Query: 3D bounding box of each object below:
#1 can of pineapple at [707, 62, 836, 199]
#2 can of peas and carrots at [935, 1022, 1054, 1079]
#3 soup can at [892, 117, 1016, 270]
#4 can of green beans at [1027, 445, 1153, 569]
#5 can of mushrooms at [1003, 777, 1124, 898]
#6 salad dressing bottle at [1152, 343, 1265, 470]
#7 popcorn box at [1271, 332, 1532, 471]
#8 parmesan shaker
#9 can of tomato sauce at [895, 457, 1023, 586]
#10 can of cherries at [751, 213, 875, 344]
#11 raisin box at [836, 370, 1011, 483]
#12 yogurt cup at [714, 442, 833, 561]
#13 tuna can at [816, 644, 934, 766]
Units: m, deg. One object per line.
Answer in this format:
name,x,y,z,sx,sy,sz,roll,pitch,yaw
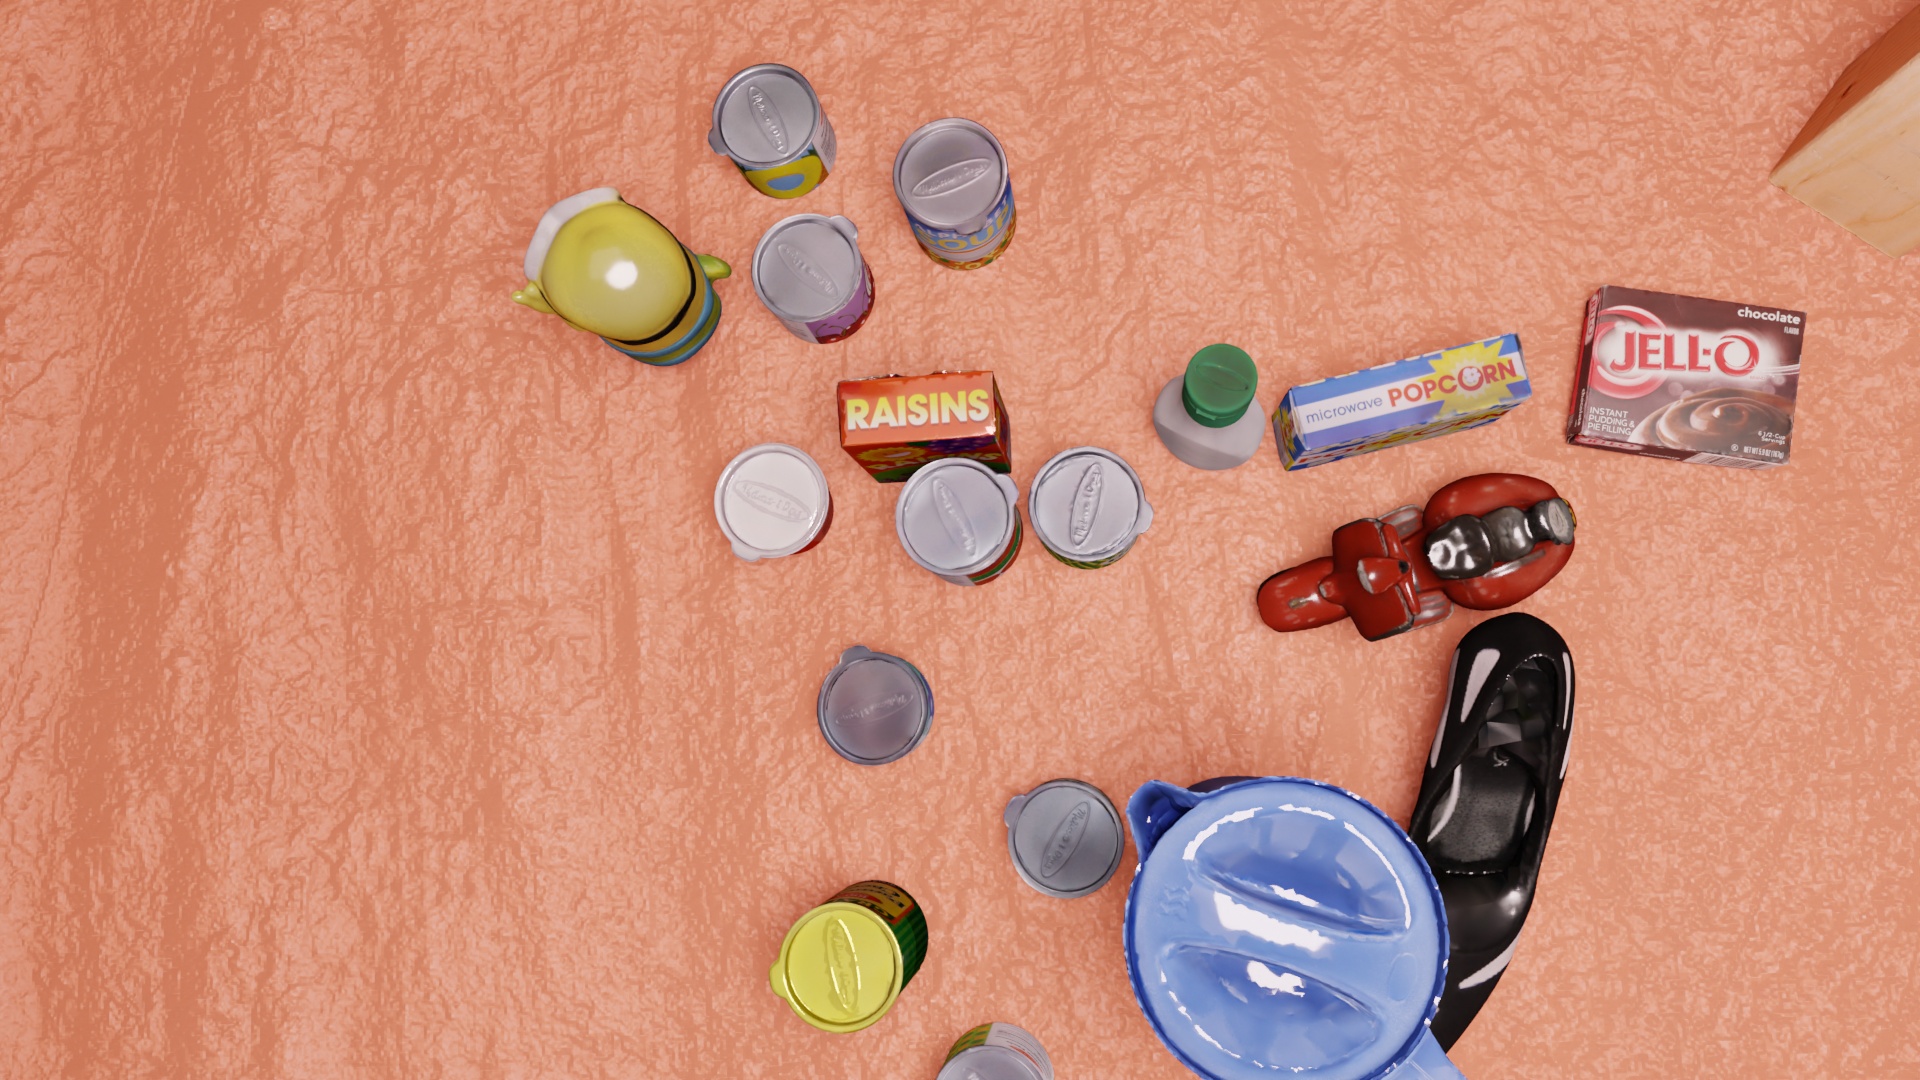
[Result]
can of pineapple,-0.115,-0.251,0.859,0.071,0.058,0.071,-1,83,6
can of peas and carrots,0.017,0.310,0.775,0.071,0.058,0.071,-1,83,6
soup can,-0.001,-0.201,0.828,0.071,0.083,0.071,-1,83,6
can of green beans,0.074,-0.018,0.810,0.071,0.058,0.071,-1,83,6
can of mushrooms,0.059,0.169,0.801,0.071,0.033,0.071,-1,83,6
salad dressing bottle,0.139,-0.073,0.764,0.064,0.147,0.044,24,87,8
popcorn box,0.245,-0.076,0.785,0.127,0.085,0.038,-14,82,4
parmesan shaker,-0.059,0.228,0.771,0.071,0.103,0.071,-1,83,6
can of tomato sauce,0.003,-0.010,0.804,0.071,0.083,0.071,-1,83,6
can of cherries,-0.086,-0.159,0.844,0.071,0.058,0.071,-1,83,6
raisin box,-0.017,-0.063,0.792,0.086,0.123,0.040,-3,83,6
yogurt cup,-0.108,-0.021,0.832,0.072,0.054,0.072,-1,83,6
tuna can,-0.050,0.097,0.822,0.071,0.033,0.071,-1,83,6
